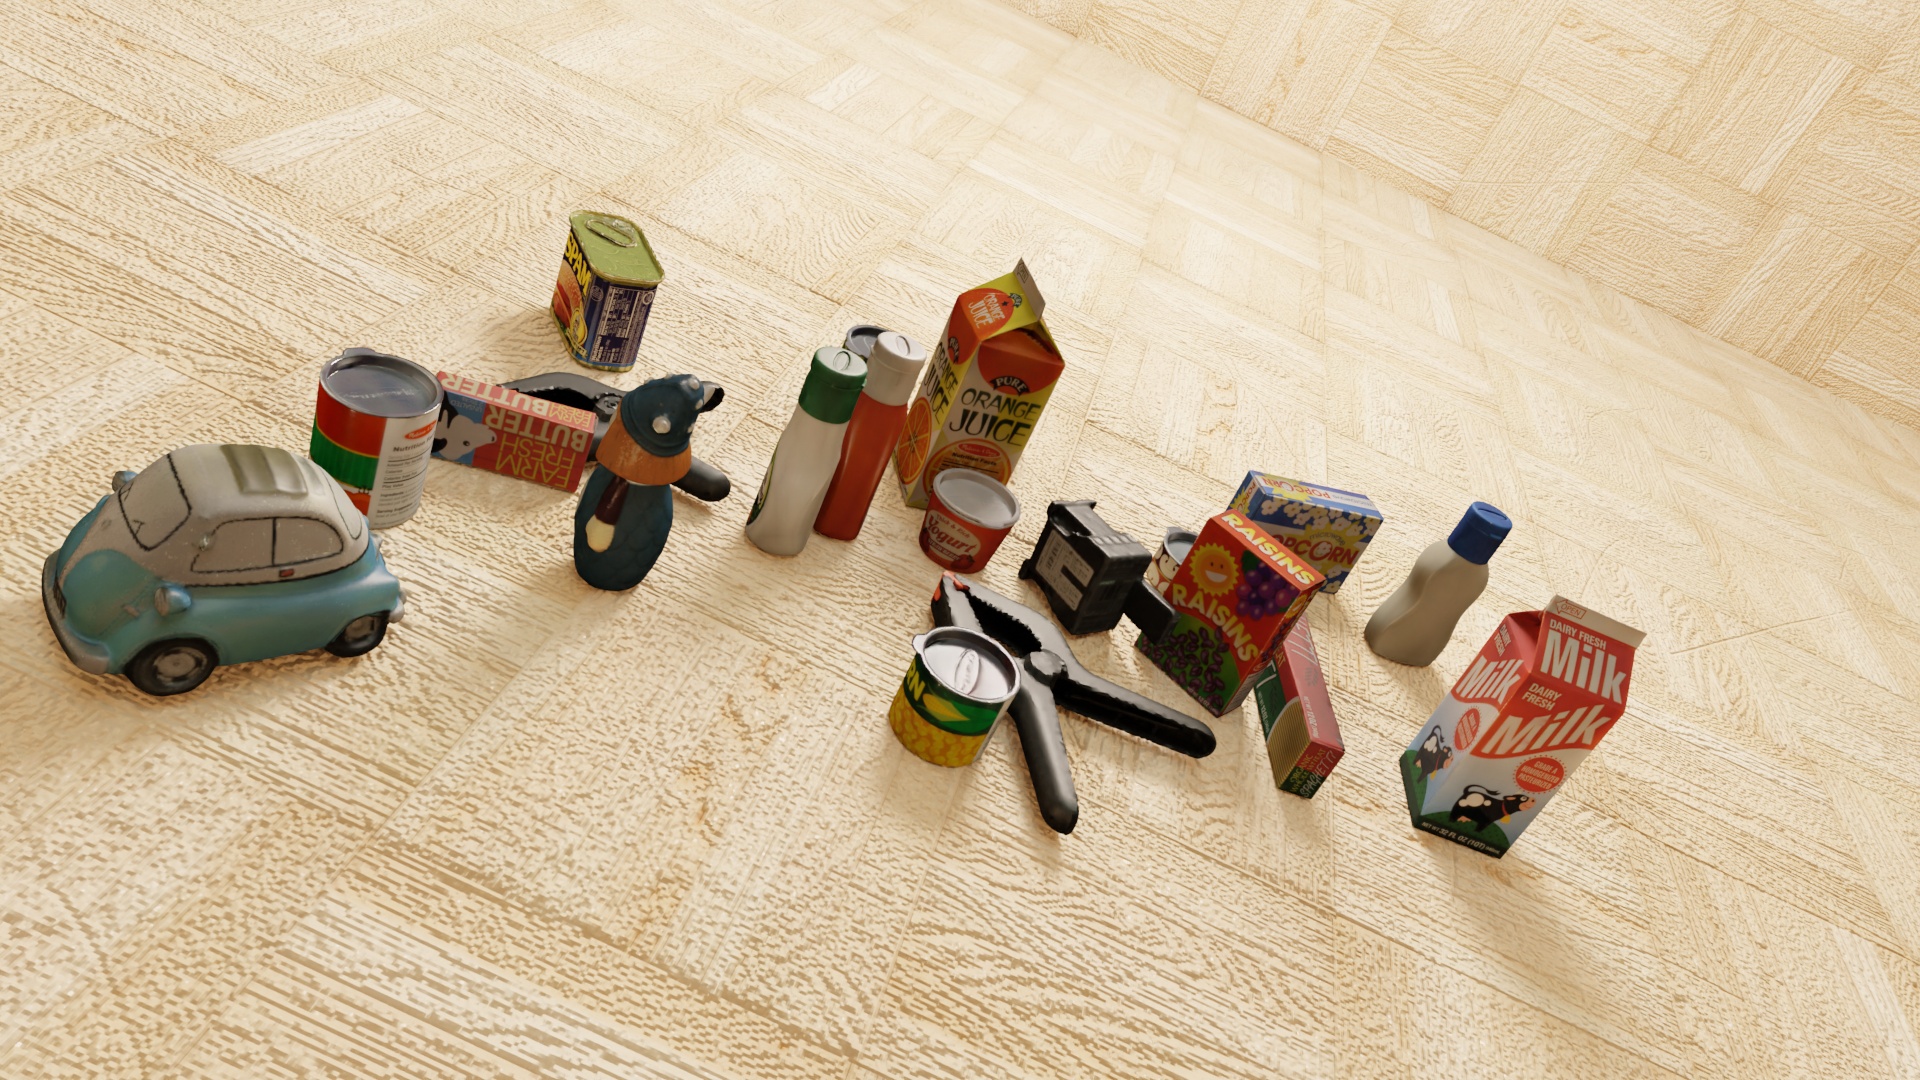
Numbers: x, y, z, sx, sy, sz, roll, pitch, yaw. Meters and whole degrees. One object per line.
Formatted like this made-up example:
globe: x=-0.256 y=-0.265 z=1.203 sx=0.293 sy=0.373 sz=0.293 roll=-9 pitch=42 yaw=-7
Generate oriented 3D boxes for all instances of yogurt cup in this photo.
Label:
yogurt cup: x=0.004 y=-0.013 z=1.019 sx=0.072 sy=0.053 sz=0.073 roll=18 pitch=32 yaw=-12

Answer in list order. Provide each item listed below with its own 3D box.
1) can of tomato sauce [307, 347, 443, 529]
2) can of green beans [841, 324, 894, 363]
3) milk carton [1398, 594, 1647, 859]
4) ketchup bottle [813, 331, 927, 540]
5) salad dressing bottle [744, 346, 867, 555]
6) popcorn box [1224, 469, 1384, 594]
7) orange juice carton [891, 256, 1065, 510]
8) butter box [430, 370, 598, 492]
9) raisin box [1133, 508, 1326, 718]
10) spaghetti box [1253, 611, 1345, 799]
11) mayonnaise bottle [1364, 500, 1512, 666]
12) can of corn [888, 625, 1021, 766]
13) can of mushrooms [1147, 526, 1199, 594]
can of tomato sauce: x=-0.347 y=-0.059 z=0.815 sx=0.071 sy=0.082 sz=0.071 roll=18 pitch=32 yaw=-12
can of green beans: x=-0.072 y=-0.136 z=1.144 sx=0.071 sy=0.057 sz=0.071 roll=18 pitch=32 yaw=-12
milk carton: x=0.386 y=0.121 z=0.957 sx=0.072 sy=0.189 sz=0.074 roll=22 pitch=31 yaw=-5
ketchup bottle: x=-0.067 y=-0.074 z=0.970 sx=0.043 sy=0.148 sz=0.065 roll=14 pitch=33 yaw=-19
salad dressing bottle: x=-0.102 y=-0.059 z=0.923 sx=0.044 sy=0.147 sz=0.064 roll=22 pitch=31 yaw=-5
popcorn box: x=0.282 y=-0.006 z=1.173 sx=0.127 sy=0.084 sz=0.038 roll=10 pitch=34 yaw=-23
orange juice carton: x=0.018 y=-0.114 z=1.046 sx=0.073 sy=0.191 sz=0.072 roll=11 pitch=34 yaw=-23
butter box: x=-0.292 y=-0.069 z=0.896 sx=0.103 sy=0.052 sz=0.024 roll=15 pitch=33 yaw=-16
raisin box: x=0.190 y=0.052 z=0.987 sx=0.086 sy=0.122 sz=0.040 roll=42 pitch=35 yaw=25
spaghetti box: x=0.240 y=0.087 z=1.040 sx=0.029 sy=0.050 sz=0.251 roll=19 pitch=32 yaw=-10
mayonnaise bottle: x=0.391 y=0.036 z=1.128 sx=0.065 sy=0.147 sz=0.041 roll=15 pitch=33 yaw=-16
can of corn: x=-0.007 y=0.094 z=0.849 sx=0.071 sy=0.058 sz=0.071 roll=18 pitch=32 yaw=-12
can of mushrooms: x=0.184 y=0.023 z=1.112 sx=0.071 sy=0.033 sz=0.071 roll=18 pitch=32 yaw=-12
